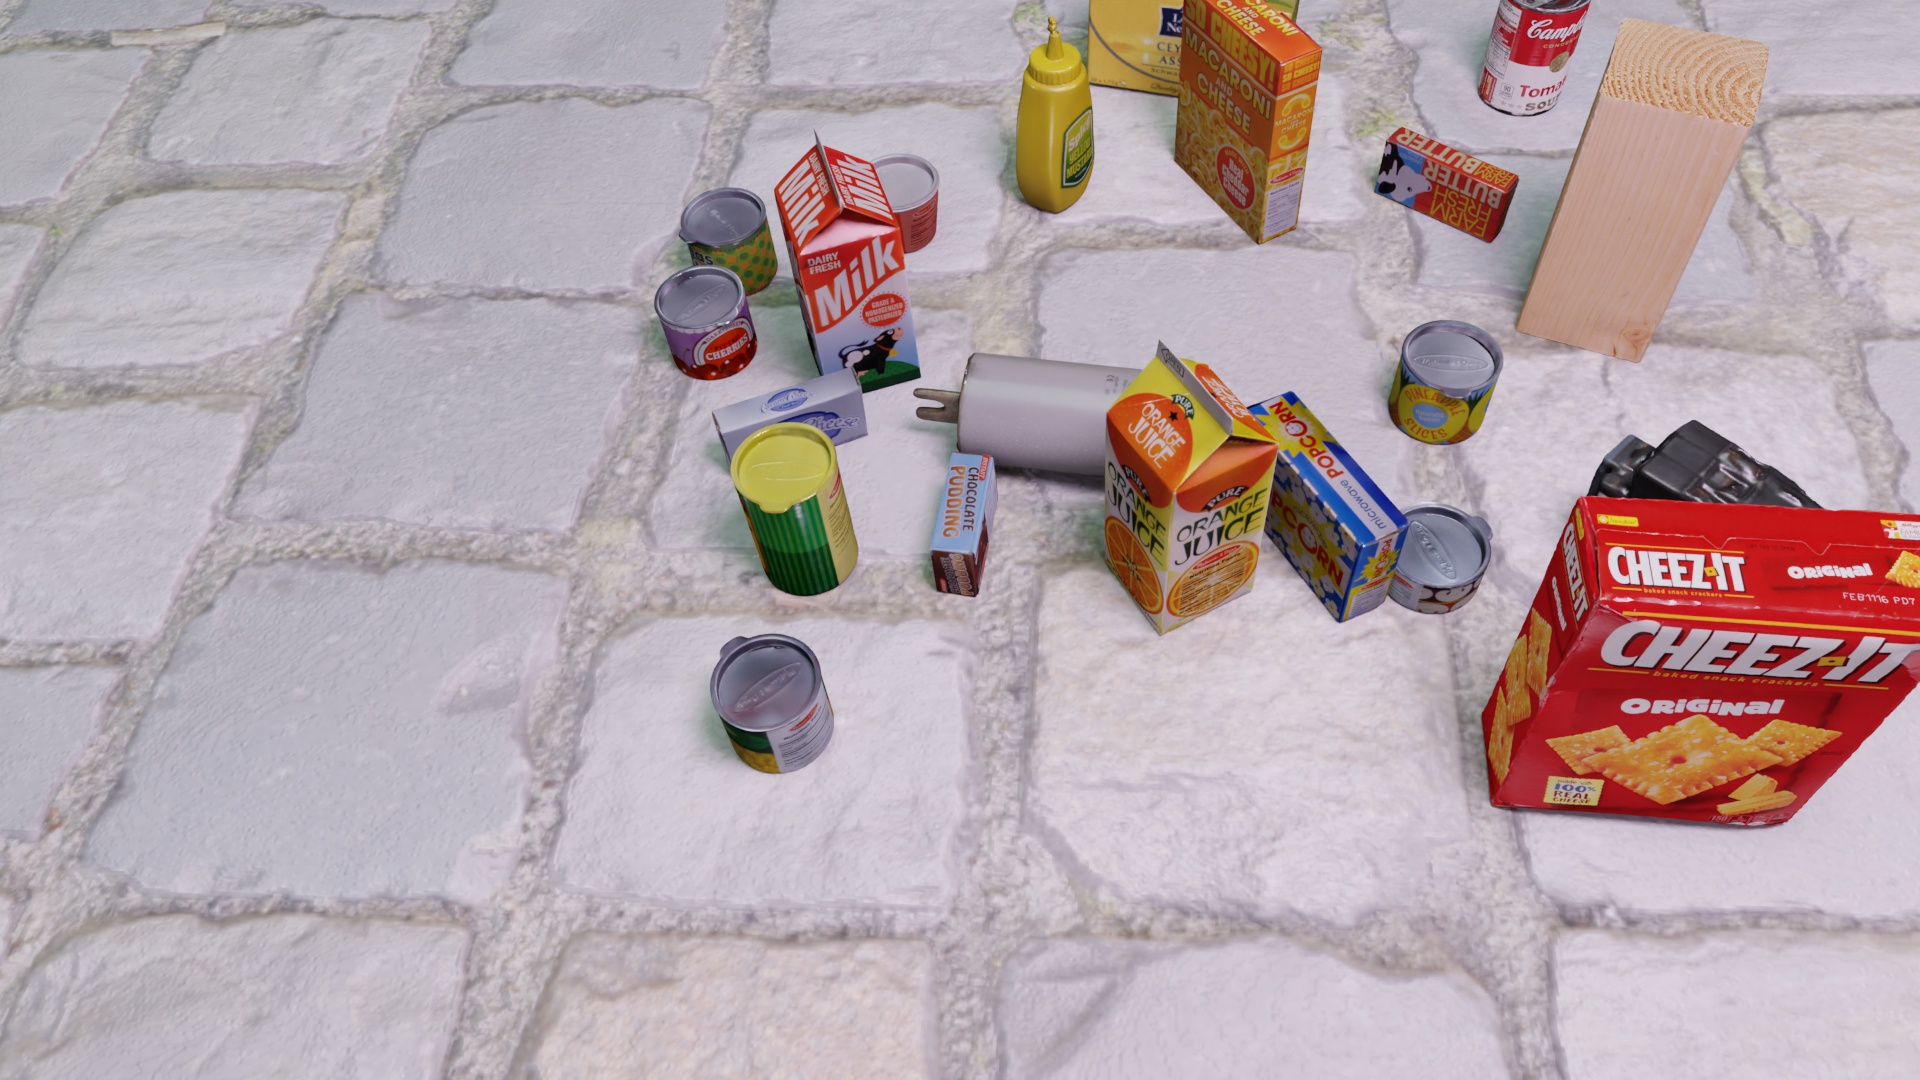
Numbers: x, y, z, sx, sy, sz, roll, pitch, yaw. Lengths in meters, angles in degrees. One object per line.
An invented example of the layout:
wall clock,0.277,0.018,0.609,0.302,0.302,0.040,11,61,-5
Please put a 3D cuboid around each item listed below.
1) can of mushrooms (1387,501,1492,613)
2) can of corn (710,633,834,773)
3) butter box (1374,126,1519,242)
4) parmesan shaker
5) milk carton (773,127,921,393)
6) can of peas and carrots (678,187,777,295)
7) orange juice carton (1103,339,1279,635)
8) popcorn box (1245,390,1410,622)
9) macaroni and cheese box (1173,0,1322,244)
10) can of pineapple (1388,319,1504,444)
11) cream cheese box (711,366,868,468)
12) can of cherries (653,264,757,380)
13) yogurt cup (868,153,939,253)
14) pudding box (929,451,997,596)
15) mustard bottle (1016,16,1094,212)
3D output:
can of mushrooms,0.302,0.011,0.882,0.071,0.033,0.071,-2,54,3
can of corn,-0.114,0.098,0.839,0.071,0.058,0.071,-2,54,3
butter box,0.375,-0.275,1.074,0.104,0.053,0.024,34,63,26
parmesan shaker,-0.106,-0.016,0.894,0.071,0.102,0.071,-2,54,3
milk carton,-0.079,-0.191,0.966,0.073,0.189,0.072,-17,54,-7
can of peas and carrots,-0.182,-0.231,1.087,0.071,0.058,0.071,-2,54,3
orange juice carton,0.135,-0.033,0.830,0.073,0.191,0.072,-25,56,-13
popcorn box,0.225,-0.022,0.881,0.038,0.084,0.127,-24,55,-12
macaroni and cheese box,0.215,-0.329,1.058,0.040,0.165,0.124,-25,56,-13
can of pineapple,0.330,-0.107,0.951,0.071,0.057,0.071,-2,54,3
cream cheese box,-0.118,-0.082,0.975,0.104,0.053,0.024,-19,55,-9
can of cherries,-0.188,-0.160,1.035,0.071,0.058,0.072,-2,54,3
yogurt cup,-0.048,-0.266,1.103,0.072,0.053,0.073,-2,54,3
pudding box,0.003,-0.011,0.915,0.030,0.049,0.084,5,55,9
mustard bottle,0.073,-0.331,1.075,0.049,0.159,0.065,28,61,23
